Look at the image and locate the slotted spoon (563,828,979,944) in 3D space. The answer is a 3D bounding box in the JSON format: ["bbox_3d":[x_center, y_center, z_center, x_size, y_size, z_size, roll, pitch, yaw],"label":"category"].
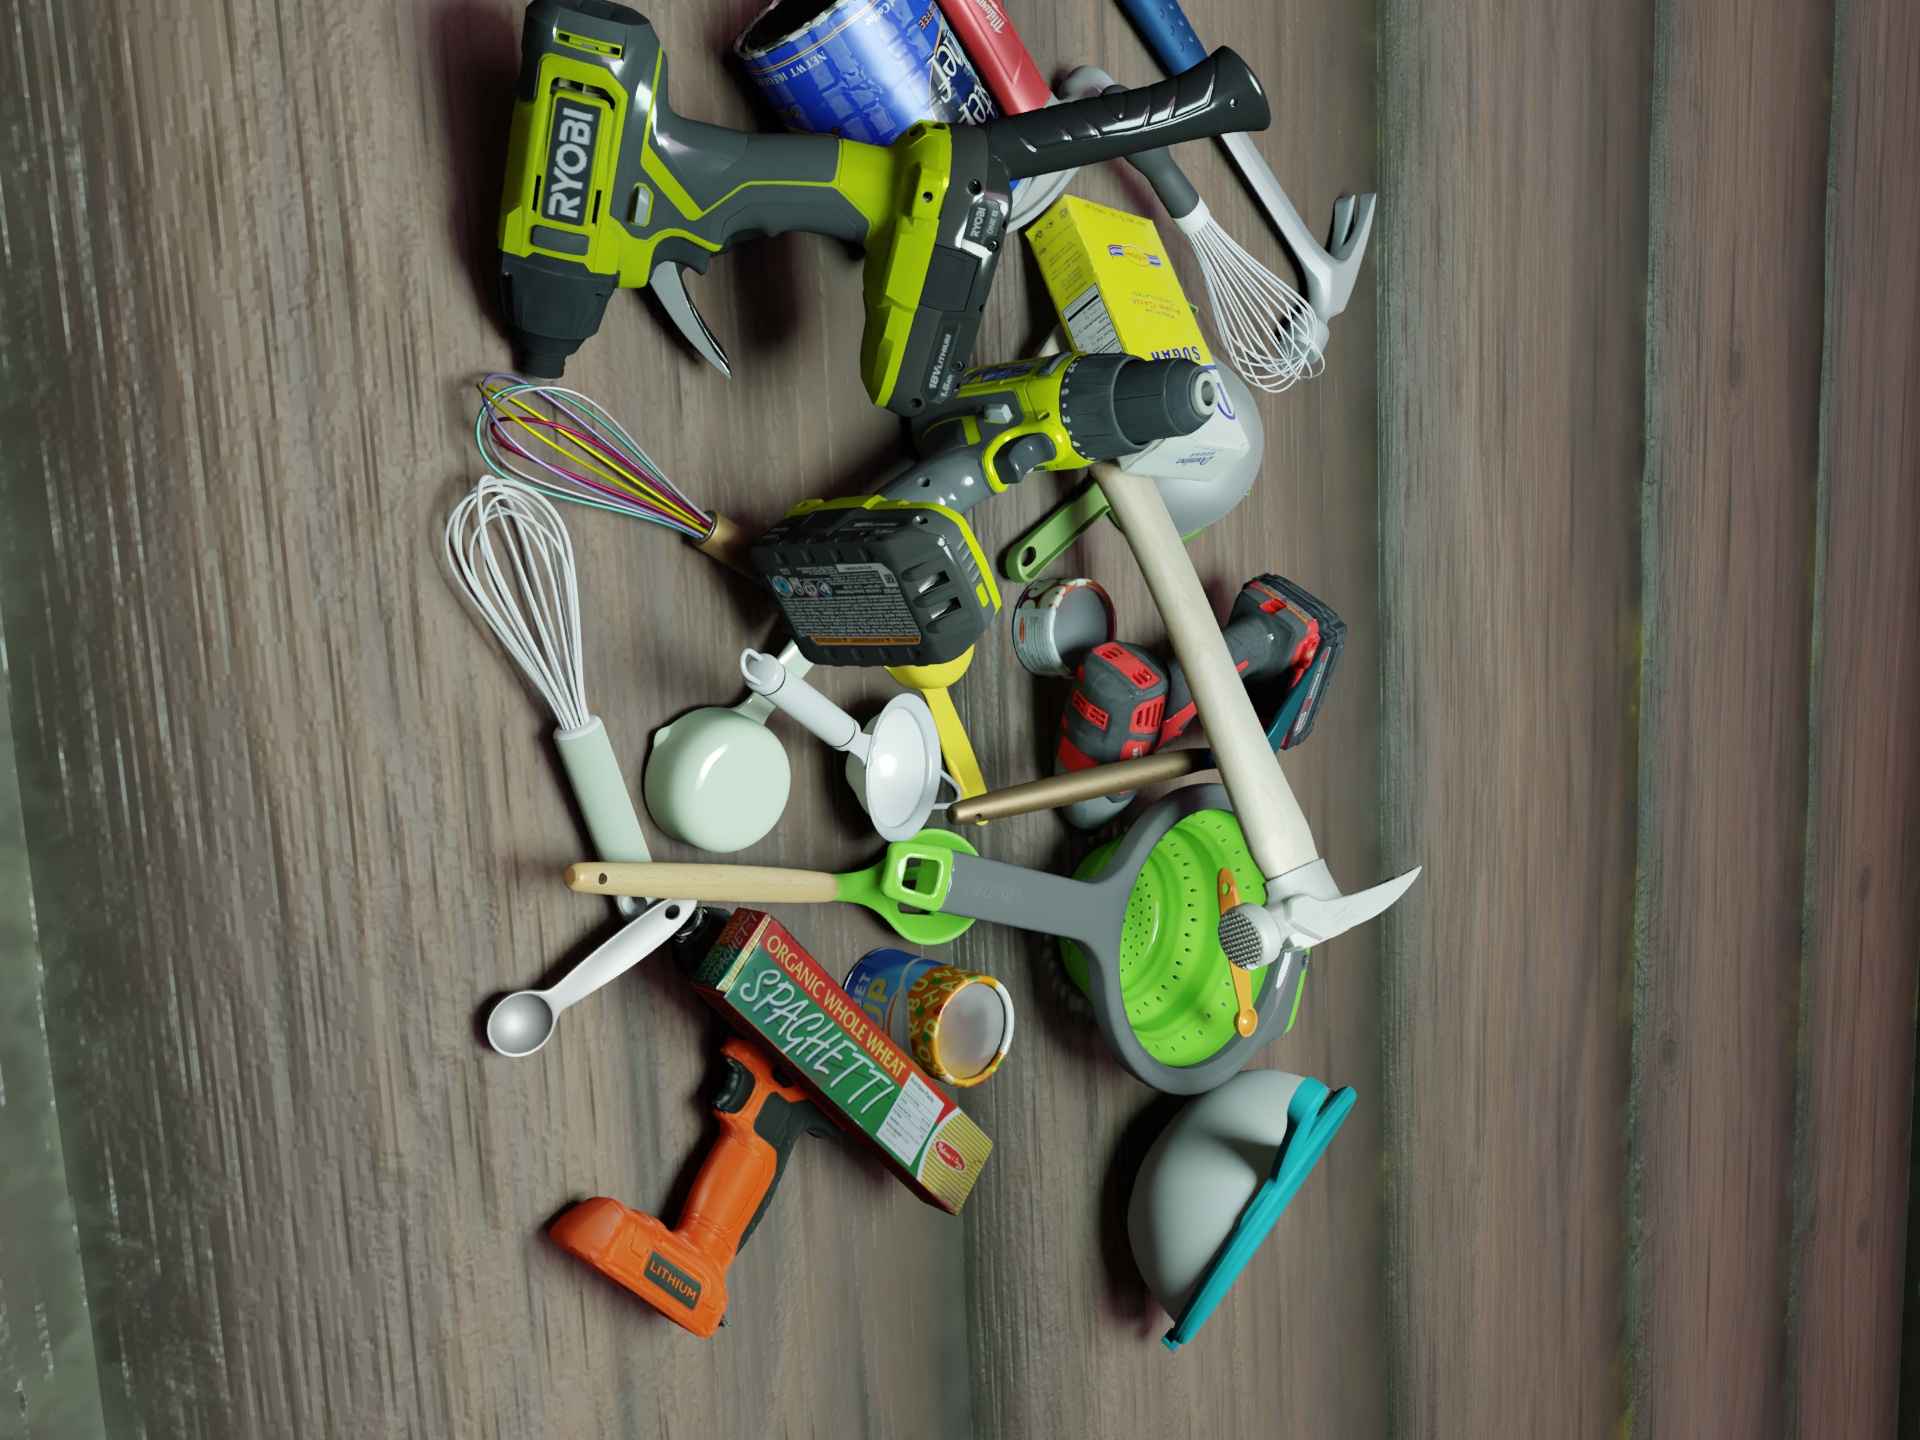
[{"bbox_3d":[-0.090,0.089,0.871,0.313,0.031,0.070,10,82,-52],"label":"slotted spoon"}]

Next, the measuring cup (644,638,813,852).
[{"bbox_3d":[-0.100,-0.002,0.858,0.167,0.038,0.083,-54,130,-14],"label":"measuring cup"}]

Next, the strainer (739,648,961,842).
[{"bbox_3d":[-0.063,0.007,0.863,0.258,0.050,0.087,43,55,-64],"label":"strainer"}]

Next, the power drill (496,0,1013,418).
[{"bbox_3d":[-0.102,-0.226,0.751,0.223,0.080,0.171,9,121,-15],"label":"power drill"}]

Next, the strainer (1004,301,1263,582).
[{"bbox_3d":[0.127,-0.163,1.050,0.256,0.069,0.151,-43,122,-34],"label":"strainer"}]

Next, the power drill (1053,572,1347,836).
[{"bbox_3d":[0.152,-0.007,1.070,0.219,0.079,0.143,-23,140,-35],"label":"power drill"}]

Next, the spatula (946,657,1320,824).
[{"bbox_3d":[0.117,0.024,0.983,0.317,0.044,0.082,-10,133,-35],"label":"spatula"}]

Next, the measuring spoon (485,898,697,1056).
[{"bbox_3d":[-0.187,0.124,0.806,0.124,0.018,0.034,-36,119,-23],"label":"measuring spoon"}]

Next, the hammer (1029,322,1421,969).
[{"bbox_3d":[0.148,-0.061,0.978,0.146,0.038,0.411,-15,78,-33],"label":"hammer"}]

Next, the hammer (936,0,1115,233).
[{"bbox_3d":[-0.042,-0.456,0.880,0.385,0.038,0.143,50,63,-35],"label":"hammer"}]

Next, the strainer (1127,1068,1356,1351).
[{"bbox_3d":[0.178,0.286,1.060,0.211,0.095,0.340,-46,156,-23],"label":"strainer"}]

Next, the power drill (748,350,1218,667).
[{"bbox_3d":[0.015,-0.126,0.849,0.228,0.191,0.080,-48,126,-36],"label":"power drill"}]

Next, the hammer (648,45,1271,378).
[{"bbox_3d":[-0.004,-0.277,0.807,0.334,0.035,0.146,-14,124,-5],"label":"hammer"}]

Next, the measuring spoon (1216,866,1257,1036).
[{"bbox_3d":[0.178,0.152,1.044,0.021,0.011,0.117,-19,103,-40],"label":"measuring spoon"}]

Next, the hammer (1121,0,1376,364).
[{"bbox_3d":[0.171,-0.431,1.088,0.405,0.035,0.144,42,67,-38],"label":"hammer"}]

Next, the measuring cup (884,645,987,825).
[{"bbox_3d":[-0.002,-0.003,0.971,0.062,0.029,0.156,-35,115,-36],"label":"measuring cup"}]

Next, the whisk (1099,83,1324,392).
[{"bbox_3d":[0.167,-0.316,1.062,0.284,0.070,0.070,40,68,-43],"label":"whisk"}]

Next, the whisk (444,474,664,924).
[{"bbox_3d":[-0.192,-0.004,0.785,0.058,0.059,0.246,-13,114,3],"label":"whisk"}]

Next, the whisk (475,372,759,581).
[{"bbox_3d":[-0.147,-0.106,0.816,0.244,0.047,0.051,30,73,-45],"label":"whisk"}]

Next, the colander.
[{"bbox_3d":[0.076,0.121,1.015,0.396,0.094,0.204,18,82,-43],"label":"colander"}]
